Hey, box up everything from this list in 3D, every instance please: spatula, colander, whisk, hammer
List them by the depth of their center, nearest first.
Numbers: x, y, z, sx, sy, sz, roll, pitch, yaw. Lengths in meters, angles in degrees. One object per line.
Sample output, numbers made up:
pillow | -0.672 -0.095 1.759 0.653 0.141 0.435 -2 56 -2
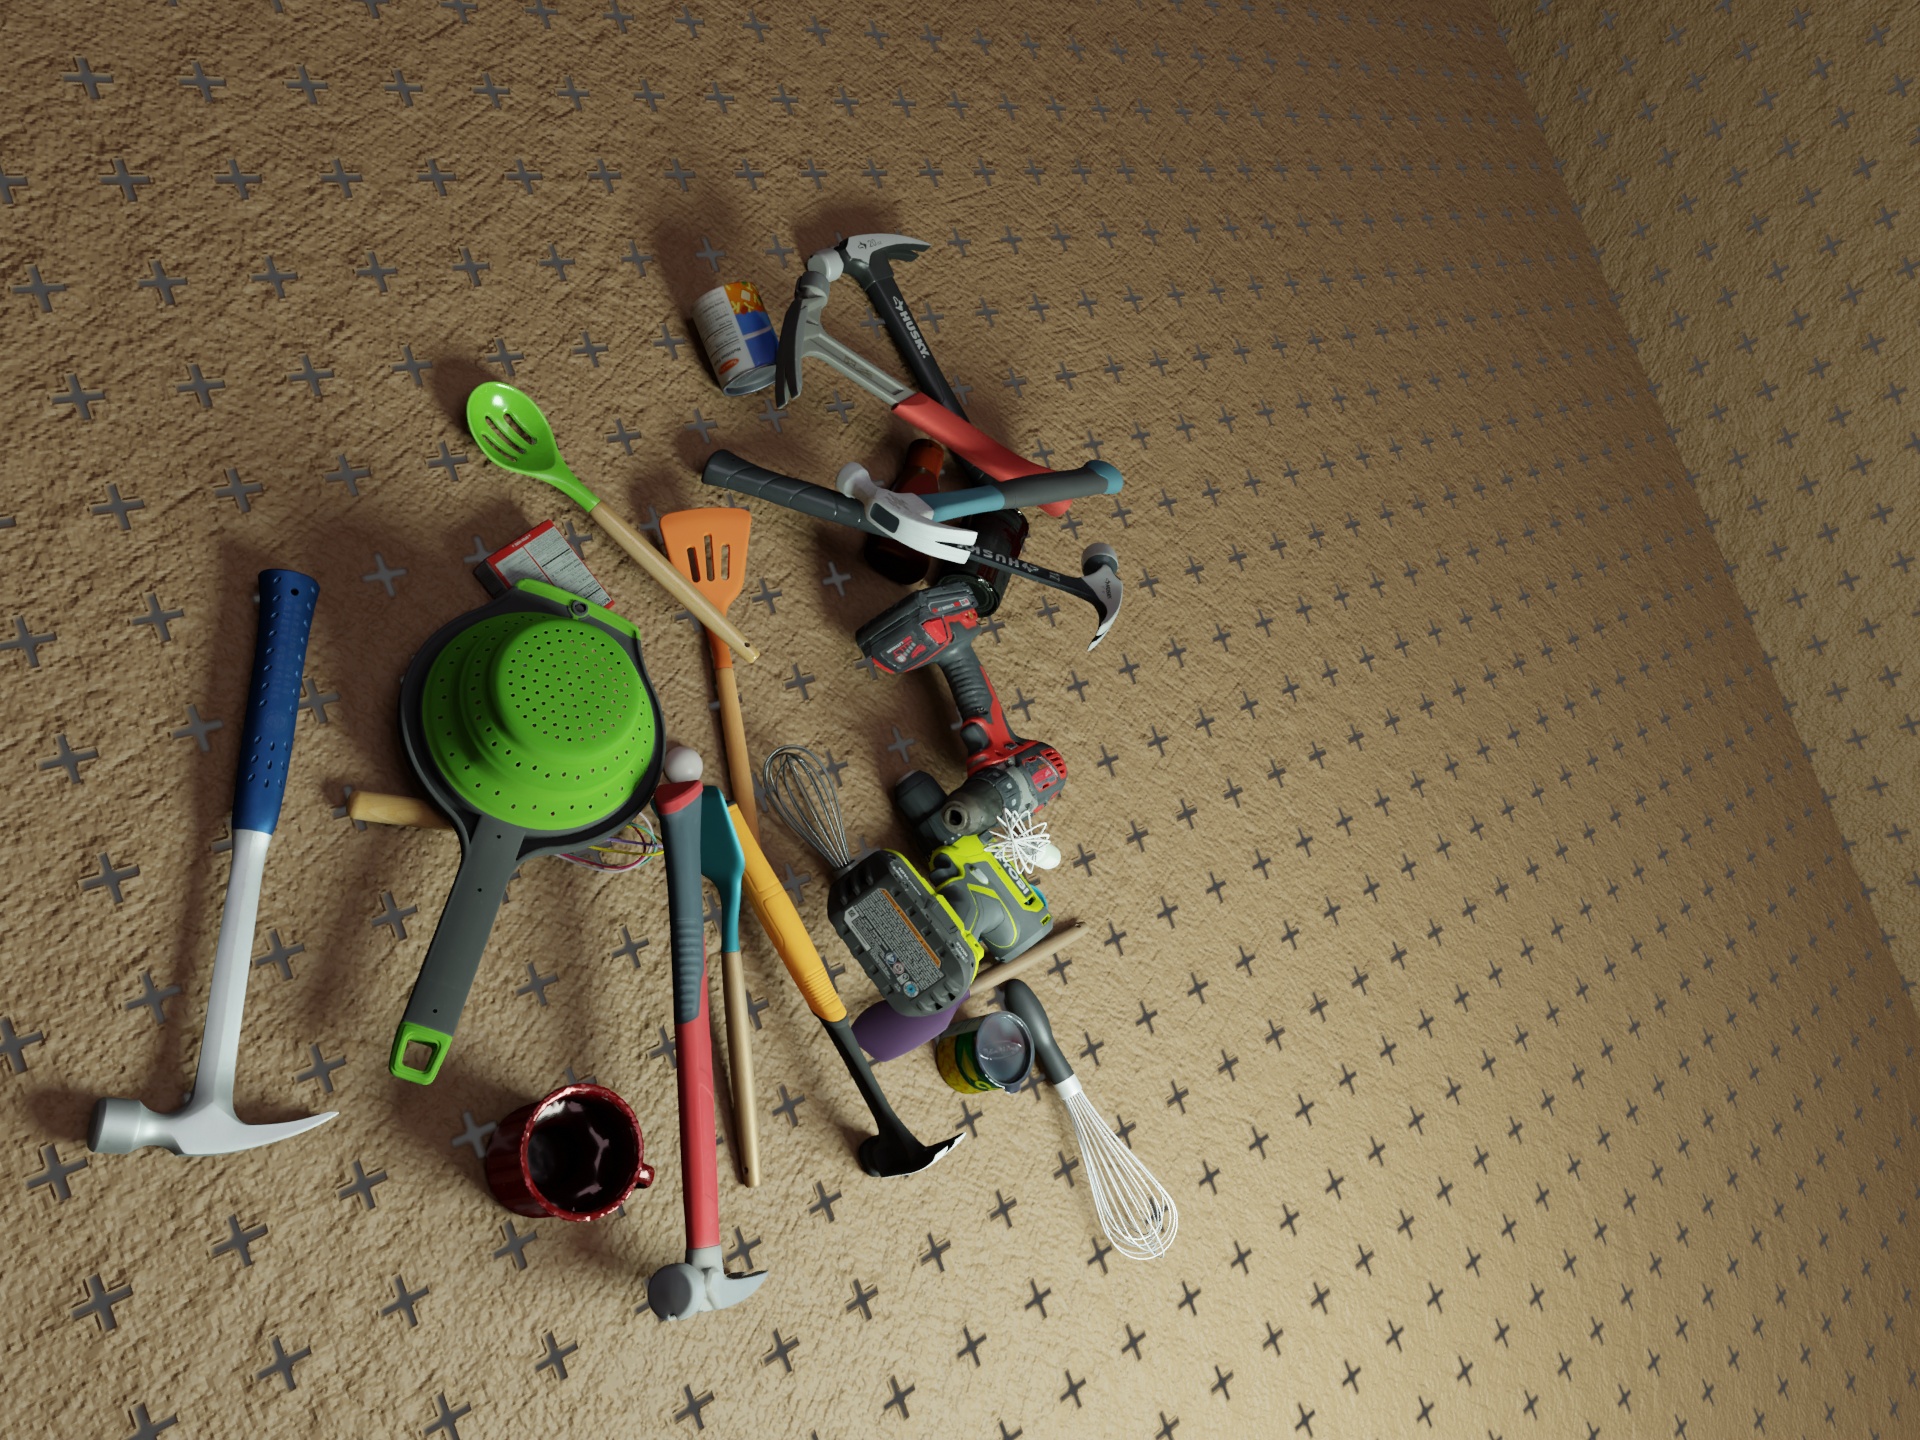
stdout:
hammer | -0.479 0.089 1.085 0.144 0.035 0.406 14 65 -34
colander | -0.318 0.060 1.137 0.204 0.094 0.397 24 59 -20
hammer | -0.195 0.238 1.198 0.143 0.038 0.386 38 46 -70
whisk | -0.339 0.080 1.206 0.244 0.051 0.047 11 46 -32
spatula | -0.189 0.211 1.261 0.044 0.082 0.317 1 79 -53
hammer | -0.115 0.214 1.287 0.034 0.127 0.337 -28 87 -37
spatula | -0.197 -0.022 1.354 0.081 0.041 0.323 -7 79 -20
whisk | -0.103 0.129 1.373 0.055 0.055 0.239 -34 100 -42
whisk | 0.064 0.115 1.427 0.246 0.058 0.059 39 29 -76
spatula | 0.018 0.234 1.431 0.060 0.018 0.316 33 33 30
whisk | 0.113 0.363 1.454 0.070 0.070 0.284 -25 85 -42
hammer | -0.038 -0.167 1.459 0.408 0.036 0.149 17 36 -13
hammer | 0.040 -0.214 1.508 0.331 0.033 0.128 -18 52 -45
hammer | -0.026 -0.283 1.533 0.358 0.037 0.149 28 54 -35
hammer | -0.023 -0.343 1.623 0.146 0.035 0.335 -32 94 -41

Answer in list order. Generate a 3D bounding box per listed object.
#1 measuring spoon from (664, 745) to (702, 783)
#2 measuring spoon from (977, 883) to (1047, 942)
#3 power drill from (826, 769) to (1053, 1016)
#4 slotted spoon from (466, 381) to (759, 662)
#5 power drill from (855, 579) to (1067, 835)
measuring spoon | -0.222 0.080 1.309 0.034 0.018 0.124 5 71 -38
measuring spoon | 0.026 0.190 1.476 0.128 0.021 0.042 -22 79 -33
power drill | -0.022 0.142 1.367 0.190 0.080 0.228 53 23 3
slotted spoon | -0.286 -0.158 1.321 0.313 0.031 0.070 44 52 -10
power drill | -0.002 -0.005 1.439 0.227 0.080 0.188 60 29 4
